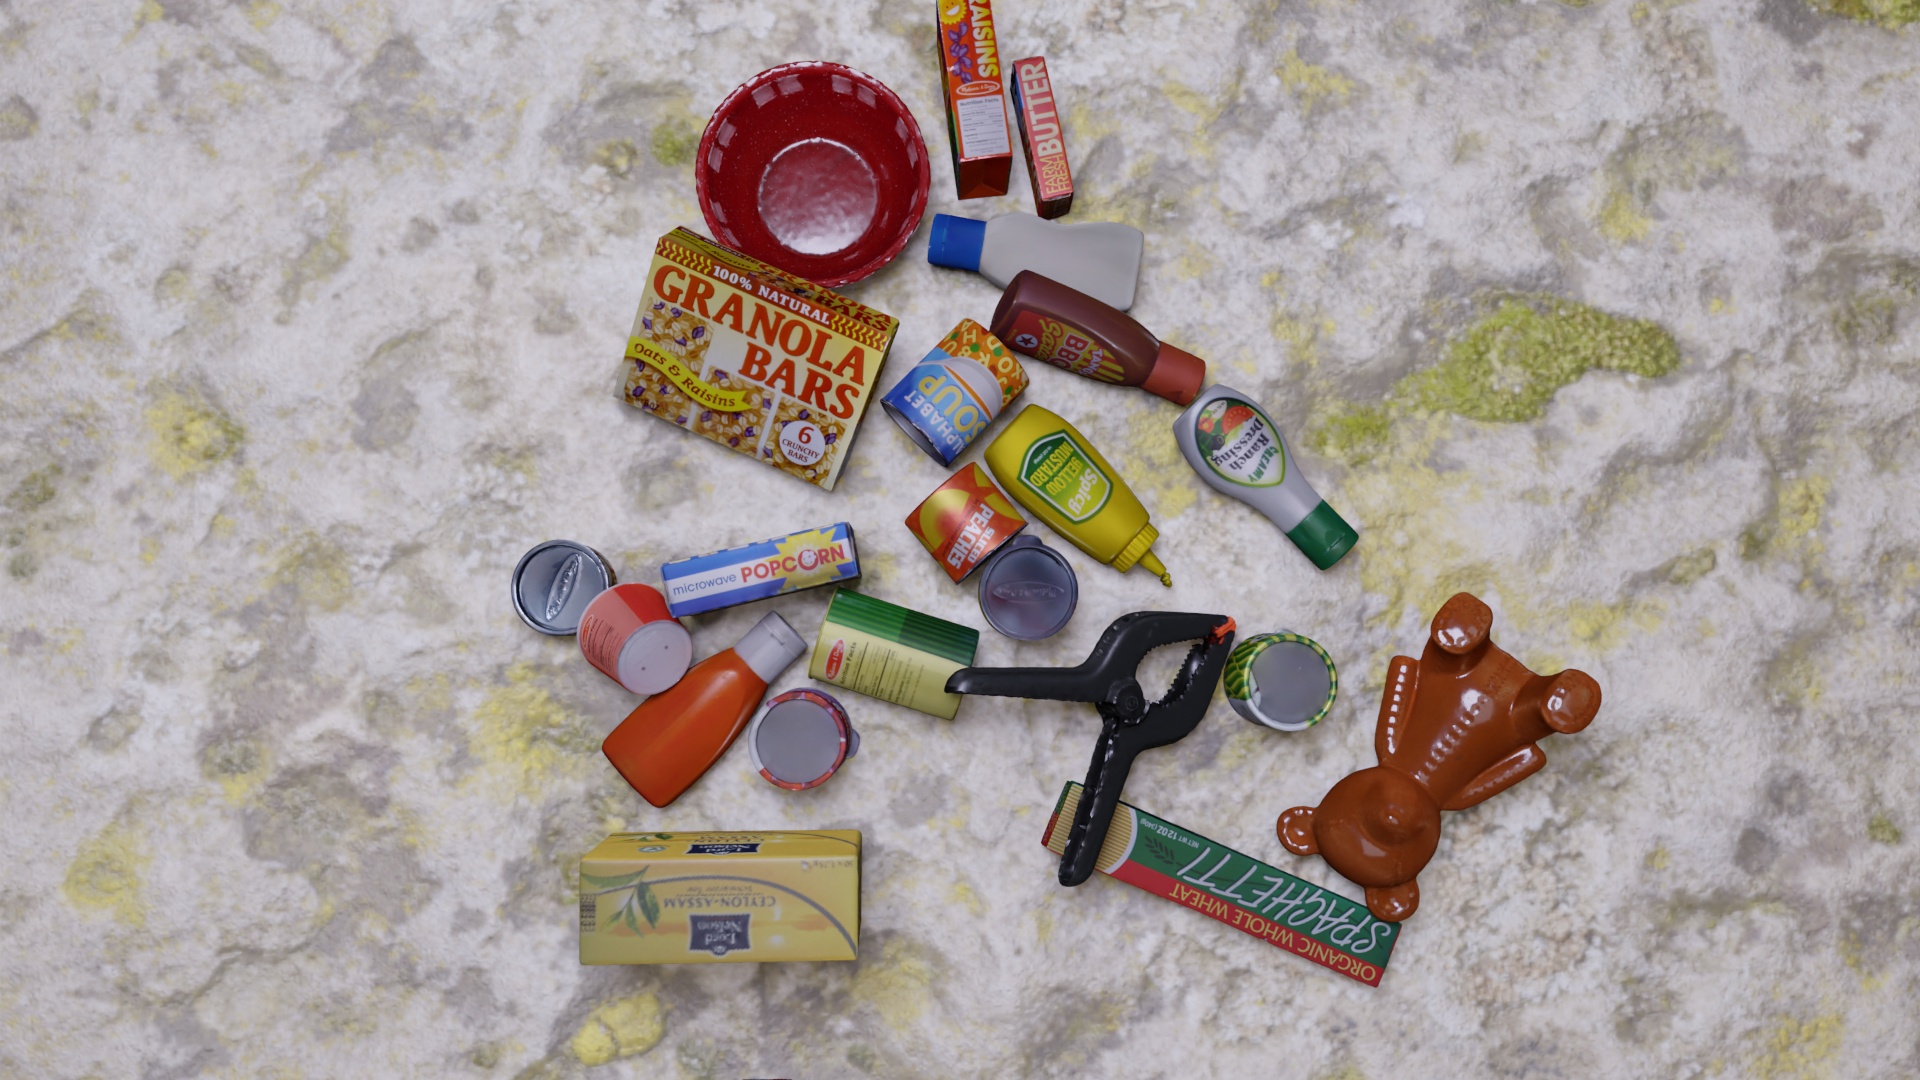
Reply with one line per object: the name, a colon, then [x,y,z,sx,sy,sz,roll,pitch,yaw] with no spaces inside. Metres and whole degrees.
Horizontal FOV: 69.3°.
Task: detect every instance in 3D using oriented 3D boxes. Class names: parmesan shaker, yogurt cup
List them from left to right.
yogurt cup: [-0.216,0.068,0.932,0.072,0.054,0.072,-17,121,-31]
parmesan shaker: [-0.045,0.079,0.947,0.103,0.071,0.071,17,85,-1]

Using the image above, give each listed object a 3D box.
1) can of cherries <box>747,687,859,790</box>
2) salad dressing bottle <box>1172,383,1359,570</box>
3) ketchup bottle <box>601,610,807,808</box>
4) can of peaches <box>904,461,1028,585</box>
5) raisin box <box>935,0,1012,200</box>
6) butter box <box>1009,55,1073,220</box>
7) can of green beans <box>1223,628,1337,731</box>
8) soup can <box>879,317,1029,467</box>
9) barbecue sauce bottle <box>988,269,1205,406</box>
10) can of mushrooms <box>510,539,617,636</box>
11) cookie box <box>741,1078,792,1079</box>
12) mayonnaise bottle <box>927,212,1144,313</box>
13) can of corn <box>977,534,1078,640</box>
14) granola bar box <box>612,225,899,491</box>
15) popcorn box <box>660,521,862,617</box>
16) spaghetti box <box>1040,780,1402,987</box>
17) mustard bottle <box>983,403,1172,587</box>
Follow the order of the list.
can of cherries: [-0.105,0.134,0.943,0.071,0.058,0.071,0,85,-1]
salad dressing bottle: [0.215,-0.043,0.975,0.064,0.044,0.147,-44,88,-3]
ketchup bottle: [-0.170,0.111,0.950,0.149,0.043,0.065,-43,89,-5]
can of peaches: [0.003,-0.012,0.952,0.071,0.071,0.058,-40,87,-4]
raisin box: [0.009,-0.311,0.970,0.040,0.086,0.123,-8,86,0]
butter box: [0.057,-0.284,0.986,0.024,0.053,0.103,-12,86,0]
can of green beans: [0.220,0.097,0.956,0.071,0.058,0.071,0,85,-2]
soup can: [-0.003,-0.102,0.959,0.071,0.071,0.084,45,85,2]
barbecue sauce bottle: [0.098,-0.137,0.968,0.148,0.064,0.044,21,64,-12]
can of mushrooms: [-0.270,0.034,0.959,0.071,0.033,0.071,0,85,-2]
cookie box: [-0.132,0.445,0.883,0.040,0.123,0.167,2,85,-2]
mayonnaise bottle: [0.052,-0.202,0.985,0.148,0.041,0.064,10,92,1]
can of corn: [0.045,0.033,0.956,0.071,0.058,0.071,0,86,-1]
granola bar box: [-0.139,-0.123,0.946,0.165,0.039,0.123,24,116,0]
popcorn box: [-0.132,0.020,0.938,0.127,0.085,0.038,-13,87,-3]
spaghetti box: [0.180,0.236,0.957,0.250,0.028,0.050,23,85,0]
mustard bottle: [0.090,-0.025,0.967,0.160,0.049,0.065,42,87,2]
